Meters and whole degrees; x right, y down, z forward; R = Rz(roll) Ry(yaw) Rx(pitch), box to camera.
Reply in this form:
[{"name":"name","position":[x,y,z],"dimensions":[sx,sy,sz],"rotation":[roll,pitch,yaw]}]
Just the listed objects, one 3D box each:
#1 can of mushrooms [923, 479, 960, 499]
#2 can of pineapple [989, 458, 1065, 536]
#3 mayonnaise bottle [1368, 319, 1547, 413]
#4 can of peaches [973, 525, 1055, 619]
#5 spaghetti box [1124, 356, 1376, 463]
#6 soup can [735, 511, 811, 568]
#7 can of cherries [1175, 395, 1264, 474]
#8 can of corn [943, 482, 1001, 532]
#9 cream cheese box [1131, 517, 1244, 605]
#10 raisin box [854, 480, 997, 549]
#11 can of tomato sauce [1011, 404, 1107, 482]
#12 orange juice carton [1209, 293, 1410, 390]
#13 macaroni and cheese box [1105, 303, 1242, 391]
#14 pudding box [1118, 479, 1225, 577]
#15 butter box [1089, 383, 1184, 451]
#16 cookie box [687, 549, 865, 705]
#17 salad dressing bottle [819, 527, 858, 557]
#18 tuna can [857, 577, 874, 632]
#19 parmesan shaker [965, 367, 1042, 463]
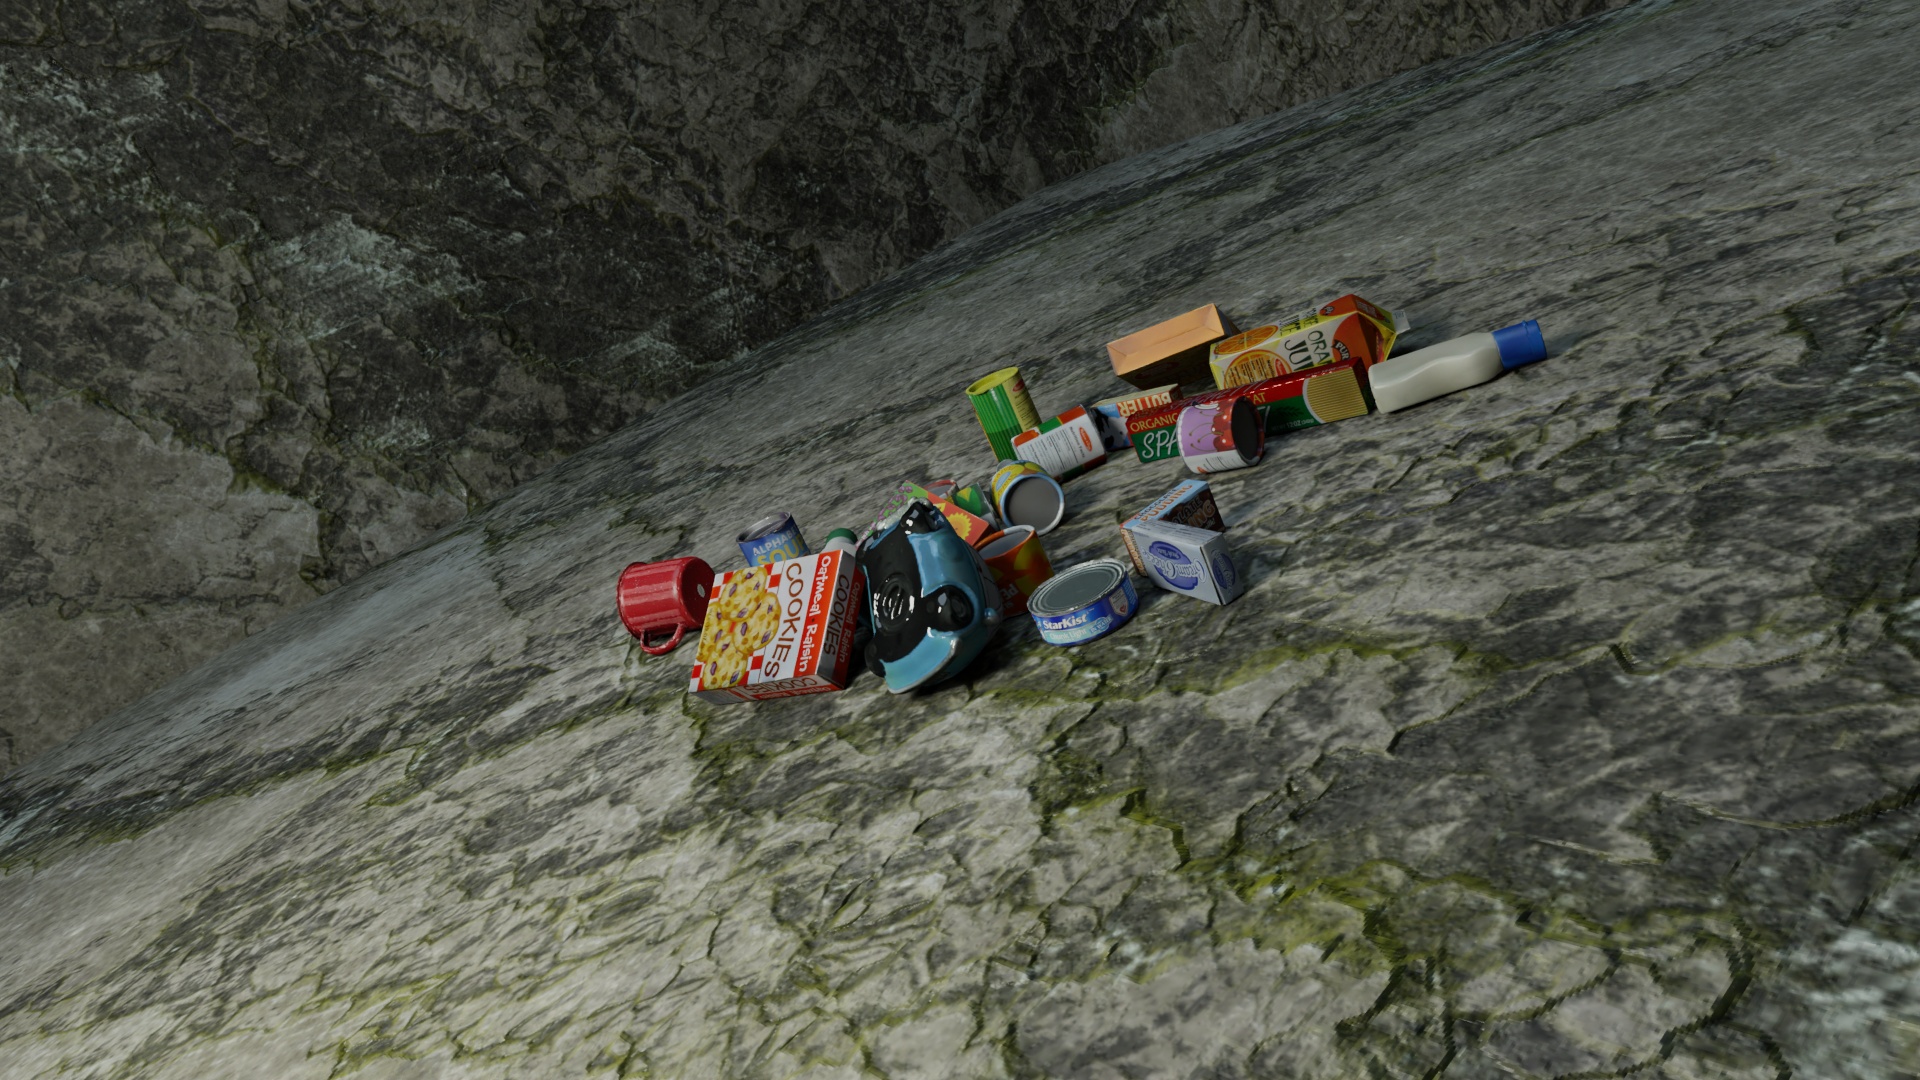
[{"name":"can of mushrooms","position":[-0.028,-0.039,1.540],"dimensions":[0.071,0.033,0.071],"rotation":[-23,18,8]},{"name":"can of pineapple","position":[0.064,-0.043,1.371],"dimensions":[0.071,0.071,0.058],"rotation":[-26,18,-3]},{"name":"mayonnaise bottle","position":[0.444,-0.157,1.243],"dimensions":[0.148,0.041,0.065],"rotation":[-17,21,21]},{"name":"can of peaches","position":[0.045,0.027,1.217],"dimensions":[0.071,0.058,0.071],"rotation":[-22,18,8]},{"name":"spaghetti box","position":[0.276,-0.124,1.354],"dimensions":[0.249,0.050,0.029],"rotation":[-11,21,37]},{"name":"soup can","position":[-0.195,0.021,1.509],"dimensions":[0.071,0.083,0.071],"rotation":[-23,18,8]},{"name":"can of cherries","position":[0.243,-0.101,1.297],"dimensions":[0.058,0.071,0.072],"rotation":[-9,24,41]},{"name":"can of corn","position":[0.005,-0.017,1.380],"dimensions":[0.058,0.071,0.071],"rotation":[-25,18,1]},{"name":"cream cheese box","position":[0.176,0.015,1.087],"dimensions":[0.024,0.053,0.104],"rotation":[-29,18,-18]},{"name":"raisin box","position":[-0.029,0.005,1.306],"dimensions":[0.123,0.040,0.086],"rotation":[28,75,43]},{"name":"can of tomato sauce","position":[0.104,-0.097,1.479],"dimensions":[0.083,0.071,0.071],"rotation":[-26,18,-1]},{"name":"orange juice carton","position":[0.354,-0.189,1.397],"dimensions":[0.192,0.073,0.072],"rotation":[-19,18,18]},{"name":"macaroni and cheese box","position":[0.244,-0.208,1.532],"dimensions":[0.123,0.040,0.166],"rotation":[-19,-9,19]},{"name":"pudding box","position":[0.177,-0.011,1.164],"dimensions":[0.084,0.049,0.030],"rotation":[-33,20,-23]},{"name":"butter box","position":[0.192,-0.130,1.477],"dimensions":[0.103,0.053,0.024],"rotation":[-9,21,39]},{"name":"cookie box","position":[-0.168,0.082,1.277],"dimensions":[0.167,0.040,0.123],"rotation":[-11,58,36]},{"name":"salad dressing bottle","position":[-0.129,0.024,1.482],"dimensions":[0.064,0.044,0.148],"rotation":[-25,17,5]},{"name":"tuna can","position":[-0.079,0.053,1.301],"dimensions":[0.033,0.071,0.071],"rotation":[-36,21,-28]},{"name":"parmesan shaker","position":[0.055,-0.137,1.594],"dimensions":[0.071,0.103,0.071],"rotation":[-23,17,8]}]
